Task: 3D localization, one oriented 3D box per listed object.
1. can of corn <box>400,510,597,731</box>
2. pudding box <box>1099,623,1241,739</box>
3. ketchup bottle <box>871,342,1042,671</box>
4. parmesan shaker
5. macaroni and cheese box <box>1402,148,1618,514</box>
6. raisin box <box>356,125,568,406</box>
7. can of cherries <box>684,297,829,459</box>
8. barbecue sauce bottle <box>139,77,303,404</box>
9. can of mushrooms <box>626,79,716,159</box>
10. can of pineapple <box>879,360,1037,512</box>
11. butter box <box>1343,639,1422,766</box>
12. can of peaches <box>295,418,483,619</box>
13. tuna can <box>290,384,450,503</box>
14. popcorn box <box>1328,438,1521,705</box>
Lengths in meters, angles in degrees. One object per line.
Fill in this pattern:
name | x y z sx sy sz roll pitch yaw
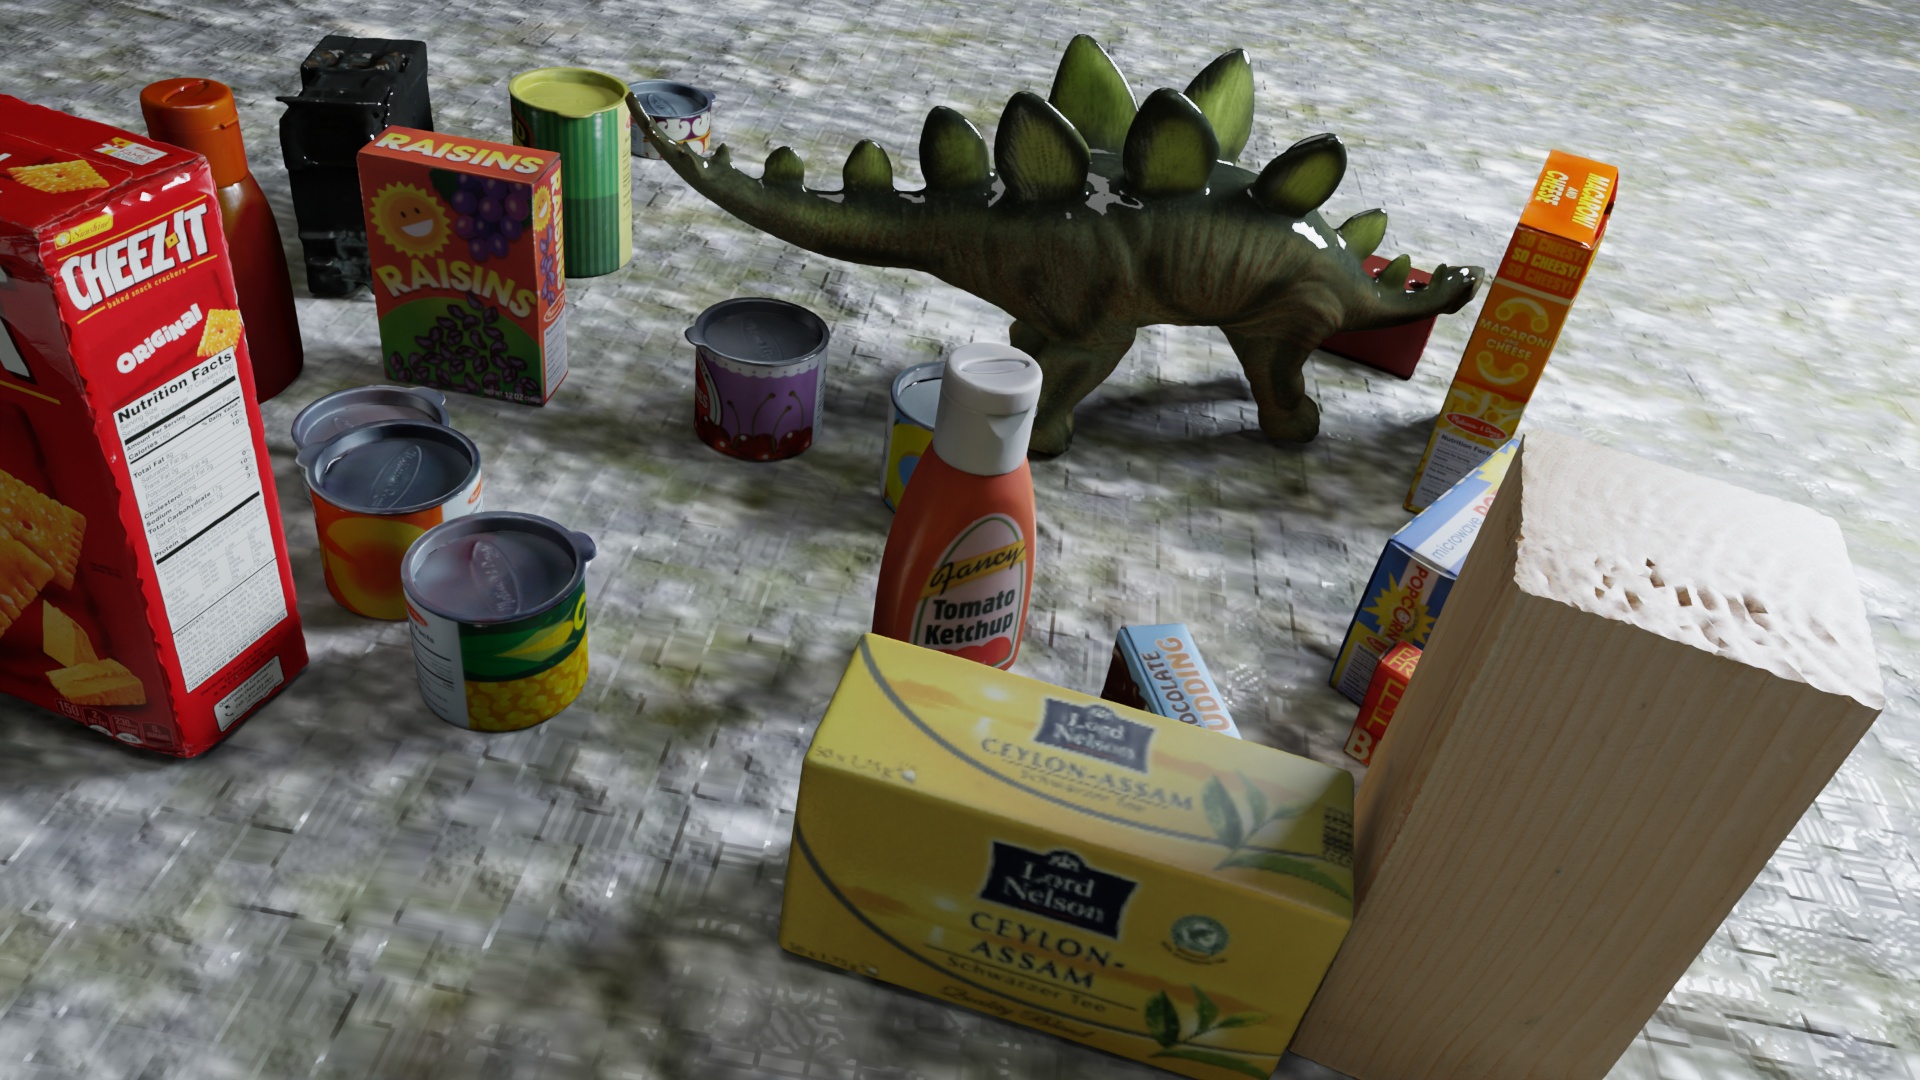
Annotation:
can of corn | -0.176 0.031 0.540 0.071 0.058 0.071 6 37 -5
pudding box | 0.083 0.077 0.544 0.030 0.049 0.084 -2 39 -15
ketchup bottle | 0.002 -0.007 0.553 0.065 0.148 0.044 -9 41 -23
parmesan shaker | -0.224 -0.211 0.805 0.071 0.102 0.072 6 37 -5
macaroni and cheese box | 0.290 -0.105 0.729 0.040 0.165 0.124 23 39 17
raisin box | -0.241 -0.134 0.685 0.086 0.122 0.040 11 37 1
can of cherries | -0.104 -0.082 0.701 0.071 0.058 0.072 6 37 -5
barbecue sauce bottle | -0.344 -0.136 0.644 0.044 0.147 0.065 13 37 4
can of mushrooms | -0.206 -0.295 0.974 0.071 0.033 0.071 6 37 -5
can of pineapple | -0.003 -0.046 0.677 0.071 0.057 0.071 6 37 -5
butter box | 0.208 0.088 0.555 0.104 0.052 0.024 33 43 27
can of peaches | -0.235 -0.009 0.578 0.071 0.057 0.071 6 37 -5
tuna can | -0.265 -0.041 0.634 0.071 0.032 0.071 6 37 -5
popcorn box | 0.223 0.017 0.624 0.038 0.084 0.127 34 43 28
